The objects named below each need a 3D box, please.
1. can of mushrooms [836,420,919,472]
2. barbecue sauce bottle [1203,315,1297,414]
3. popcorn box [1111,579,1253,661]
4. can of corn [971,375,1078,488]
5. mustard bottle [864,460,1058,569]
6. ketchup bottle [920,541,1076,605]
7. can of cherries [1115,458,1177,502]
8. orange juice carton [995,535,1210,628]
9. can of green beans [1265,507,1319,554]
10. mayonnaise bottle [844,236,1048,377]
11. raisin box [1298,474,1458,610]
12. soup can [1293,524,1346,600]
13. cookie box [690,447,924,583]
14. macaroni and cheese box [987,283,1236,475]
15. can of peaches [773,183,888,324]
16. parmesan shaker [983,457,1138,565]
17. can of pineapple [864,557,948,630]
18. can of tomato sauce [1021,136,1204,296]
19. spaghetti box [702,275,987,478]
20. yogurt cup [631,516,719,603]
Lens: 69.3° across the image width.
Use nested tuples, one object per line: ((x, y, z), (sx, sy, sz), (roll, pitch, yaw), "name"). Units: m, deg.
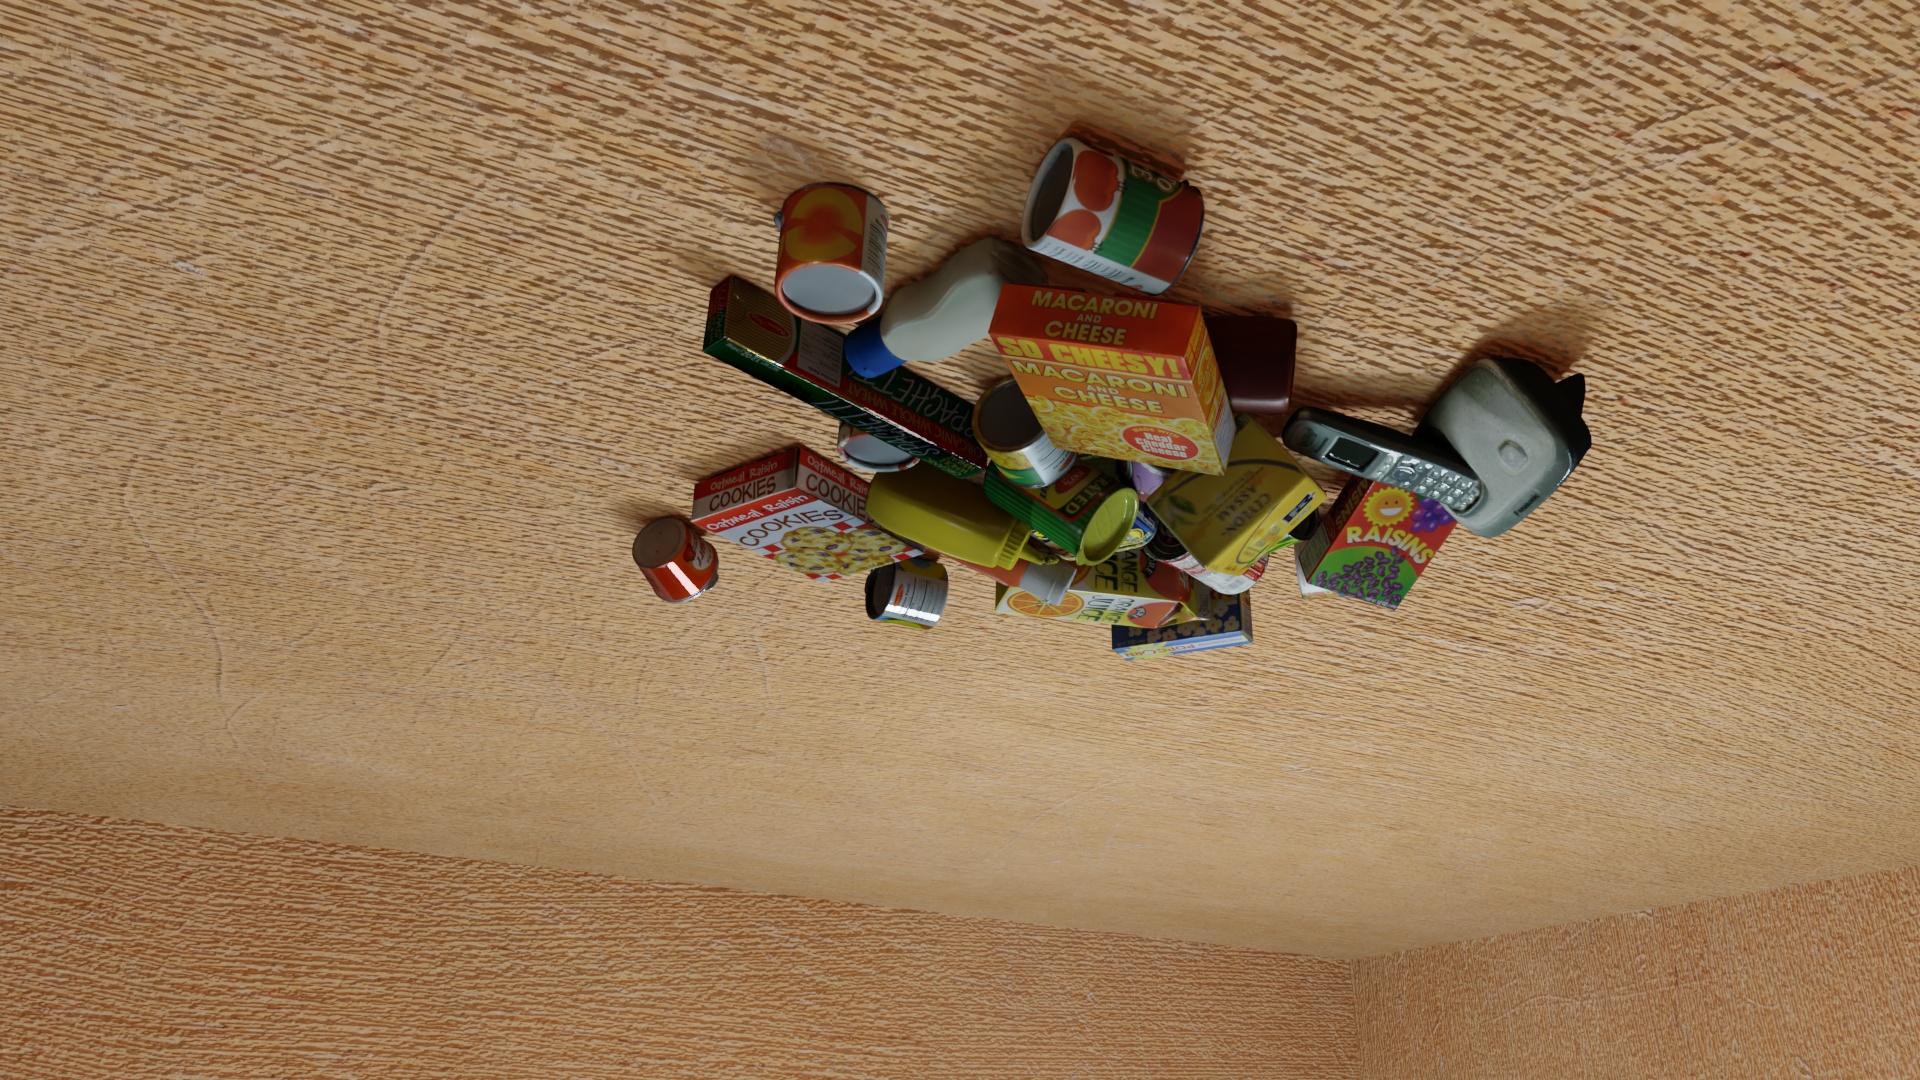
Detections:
((-0.061, -0.082, 1.066), (0.071, 0.033, 0.070), (2, 155, 1), "can of mushrooms")
((0.149, -0.121, 0.935), (0.148, 0.065, 0.043), (5, 165, 14), "barbecue sauce bottle")
((0.205, 0.060, 1.293), (0.126, 0.085, 0.038), (-11, 153, 25), "popcorn box")
((0.046, -0.081, 1.023), (0.071, 0.071, 0.058), (-8, 153, 20), "can of corn")
((0.004, -0.014, 1.110), (0.160, 0.066, 0.048), (27, 134, 8), "mustard bottle")
((0.024, 0.007, 1.171), (0.149, 0.043, 0.064), (27, 171, 7), "ketchup bottle")
((0.151, -0.068, 1.042), (0.071, 0.072, 0.058), (3, 156, -3), "can of cherries")
((0.132, 0.029, 1.248), (0.193, 0.072, 0.072), (6, 155, -9), "orange juice carton")
((0.249, -0.023, 1.133), (0.071, 0.071, 0.057), (21, 150, -35), "can of green beans")
((-0.015, -0.148, 0.911), (0.147, 0.041, 0.065), (-19, 148, 40), "mayonnaise bottle")
((0.342, -0.010, 1.119), (0.086, 0.040, 0.122), (17, 126, -10), "raisin box")
((0.339, 0.016, 1.214), (0.084, 0.071, 0.071), (-7, 154, 20), "soup can")
((-0.129, -0.019, 1.200), (0.122, 0.040, 0.167), (-16, 151, 34), "cookie box")
((0.100, -0.100, 0.877), (0.124, 0.040, 0.166), (11, 162, 22), "macaroni and cheese box")
((-0.080, -0.172, 0.840), (0.071, 0.058, 0.071), (1, 155, 1), "can of peaches")
((0.074, -0.033, 1.061), (0.103, 0.071, 0.071), (34, 172, 31), "parmesan shaker")
((-0.051, 0.047, 1.309), (0.058, 0.071, 0.070), (14, 153, -24), "can of pineapple")
((0.086, -0.185, 0.788), (0.083, 0.071, 0.071), (16, 152, -21), "can of tomato sauce")
((-0.073, -0.109, 0.986), (0.028, 0.050, 0.250), (-19, 149, 41), "spaghetti box")
((-0.260, 0.015, 1.257), (0.072, 0.073, 0.053), (-6, 146, 17), "yogurt cup")
